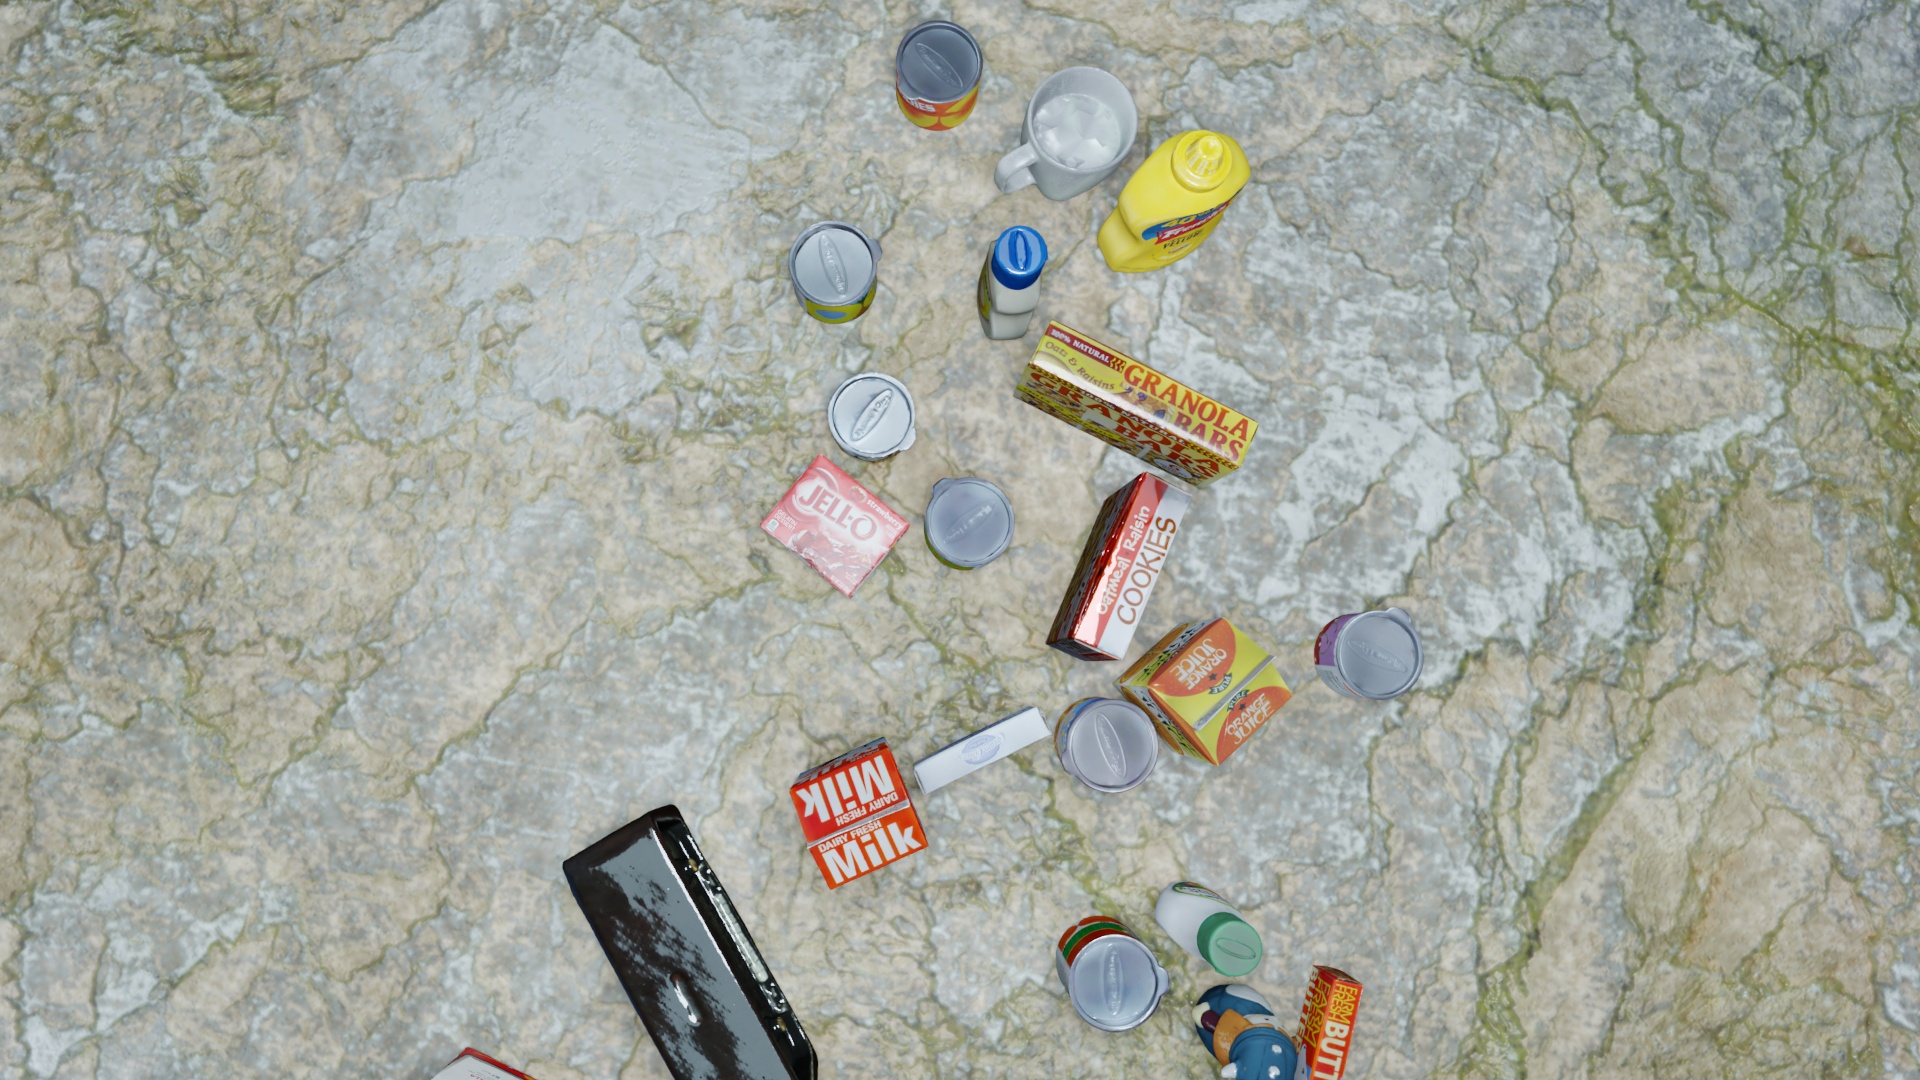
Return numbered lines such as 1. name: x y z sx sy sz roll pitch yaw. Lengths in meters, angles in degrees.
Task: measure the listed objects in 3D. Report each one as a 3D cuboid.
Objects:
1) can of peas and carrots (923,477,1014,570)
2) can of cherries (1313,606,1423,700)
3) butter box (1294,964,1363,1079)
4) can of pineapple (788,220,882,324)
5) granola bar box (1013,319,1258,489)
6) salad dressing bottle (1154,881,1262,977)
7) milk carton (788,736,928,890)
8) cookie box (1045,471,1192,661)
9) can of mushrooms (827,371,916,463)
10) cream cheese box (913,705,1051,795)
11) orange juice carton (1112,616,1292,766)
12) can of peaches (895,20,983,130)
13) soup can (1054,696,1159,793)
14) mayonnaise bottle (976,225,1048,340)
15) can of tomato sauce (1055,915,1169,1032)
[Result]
1. can of peas and carrots: 0.004 -0.013 1.046 0.071 0.058 0.071 0 85 -3
2. can of cherries: 0.310 0.085 1.053 0.071 0.058 0.071 0 84 -3
3. butter box: 0.267 0.370 1.024 0.024 0.053 0.103 16 84 -2
4. can of pineapple: -0.094 -0.203 1.060 0.071 0.058 0.071 0 84 -3
5. granola bar box: 0.126 -0.098 1.028 0.165 0.124 0.039 26 84 0
6. salad dressing bottle: 0.177 0.275 0.981 0.064 0.147 0.044 21 84 -1
7. milk carton: -0.069 0.186 0.955 0.072 0.190 0.073 -23 86 -5
8. cookie box: 0.108 0.023 0.993 0.040 0.167 0.123 23 84 -1
9. can of mushrooms: -0.066 -0.092 1.062 0.071 0.033 0.071 0 84 -3
10. cream cheese box: 0.014 0.155 1.032 0.104 0.053 0.024 -25 87 -5
11. orange juice carton: 0.171 0.105 0.976 0.072 0.192 0.073 -41 88 -6
12. can of peaches: -0.019 -0.358 1.080 0.071 0.058 0.071 0 84 -3
13. soup can: 0.103 0.149 1.022 0.071 0.083 0.071 0 85 -3
14. mayonnaise bottle: 0.037 -0.192 1.021 0.041 0.148 0.065 -5 85 -3
15. can of tomato sauce: 0.108 0.311 1.006 0.071 0.083 0.071 0 85 -3
